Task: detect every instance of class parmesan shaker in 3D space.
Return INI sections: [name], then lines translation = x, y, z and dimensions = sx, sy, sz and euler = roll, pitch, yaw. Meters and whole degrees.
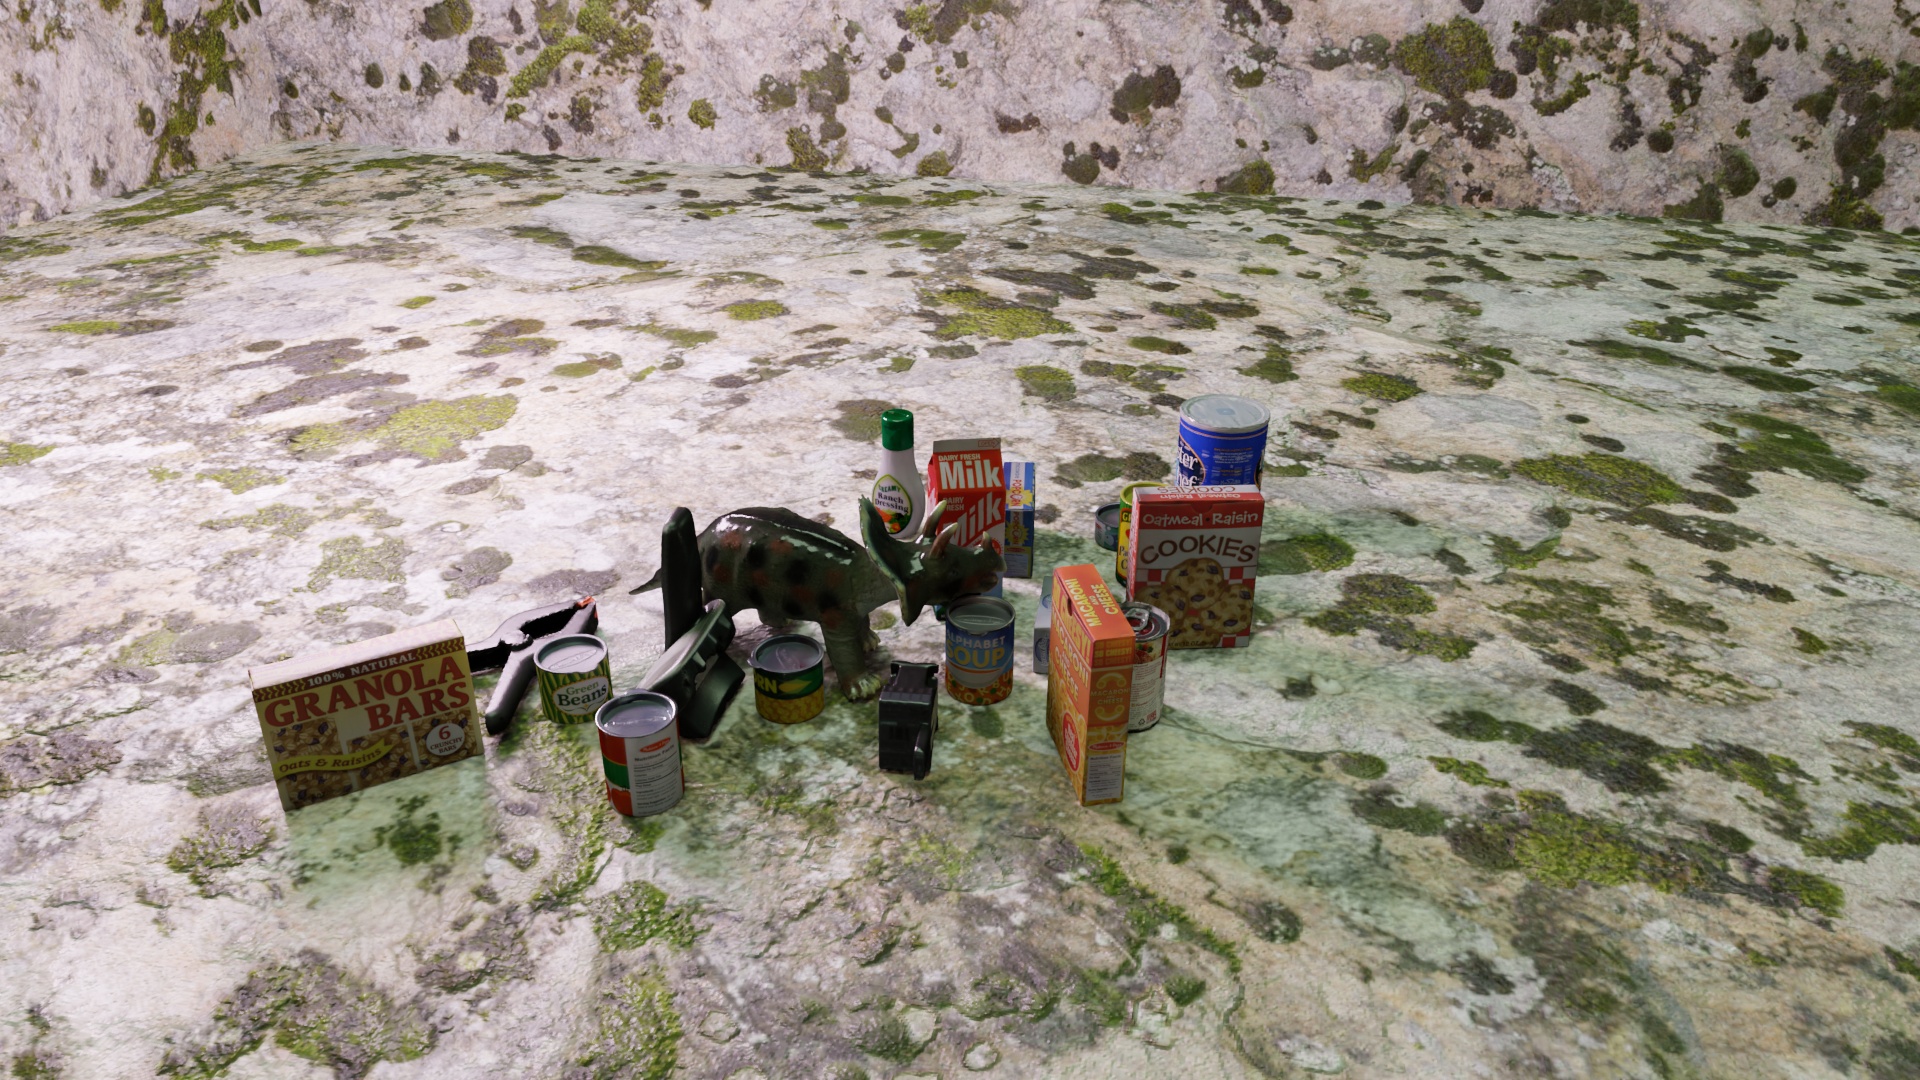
[parmesan shaker]
translation = 0.205, -0.003, 1.496
dimensions = 0.071, 0.102, 0.071
euler = 0, 28, 0

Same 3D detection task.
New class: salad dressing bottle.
[salad dressing bottle]
translation = -0.071, -0.076, 1.584
dimensions = 0.064, 0.147, 0.044
euler = 14, 31, 25

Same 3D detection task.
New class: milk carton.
[milk carton]
translation = 0.005, -0.018, 1.428
dimensions = 0.072, 0.189, 0.074
euler = -4, 28, -8

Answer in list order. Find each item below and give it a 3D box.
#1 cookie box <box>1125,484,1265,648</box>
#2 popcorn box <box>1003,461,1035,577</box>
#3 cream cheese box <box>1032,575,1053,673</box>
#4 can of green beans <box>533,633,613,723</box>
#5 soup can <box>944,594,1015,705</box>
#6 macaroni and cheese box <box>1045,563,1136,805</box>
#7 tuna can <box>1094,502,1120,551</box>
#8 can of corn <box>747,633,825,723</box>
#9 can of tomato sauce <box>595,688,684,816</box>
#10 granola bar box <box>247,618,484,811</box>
[cookie box]
translation = 0.229, 0.028, 1.370
dimensions = 0.123, 0.166, 0.040
euler = -2, 28, -4
[popcorn box]
translation = 0.064, -0.025, 1.555
dimensions = 0.038, 0.084, 0.127
euler = 2, 28, 3
[cream cheese box]
translation = 0.089, 0.083, 1.384
dimensions = 0.024, 0.053, 0.104
euler = 4, 28, 7
[can of green beans]
translation = -0.358, 0.128, 1.287
dimensions = 0.071, 0.057, 0.071
euler = 0, 28, 0
[soup can]
translation = 0.017, 0.105, 1.310
dimensions = 0.071, 0.083, 0.072
euler = 0, 28, 0
[macaroni and cheese box]
translation = 0.108, 0.122, 1.190
dimensions = 0.040, 0.165, 0.124
euler = -5, 28, -11
[tuna can]
translation = 0.189, -0.016, 1.595
dimensions = 0.071, 0.032, 0.071
euler = 0, 28, 0
[can of corn]
translation = -0.161, 0.129, 1.288
dimensions = 0.071, 0.058, 0.071
euler = 0, 28, 0
[can of tomato sauce]
translation = -0.268, 0.178, 1.167
dimensions = 0.071, 0.082, 0.071
euler = 0, 28, 0
[granola bar box]
translation = -0.501, 0.146, 1.180
dimensions = 0.166, 0.123, 0.039
euler = -15, 31, -27
